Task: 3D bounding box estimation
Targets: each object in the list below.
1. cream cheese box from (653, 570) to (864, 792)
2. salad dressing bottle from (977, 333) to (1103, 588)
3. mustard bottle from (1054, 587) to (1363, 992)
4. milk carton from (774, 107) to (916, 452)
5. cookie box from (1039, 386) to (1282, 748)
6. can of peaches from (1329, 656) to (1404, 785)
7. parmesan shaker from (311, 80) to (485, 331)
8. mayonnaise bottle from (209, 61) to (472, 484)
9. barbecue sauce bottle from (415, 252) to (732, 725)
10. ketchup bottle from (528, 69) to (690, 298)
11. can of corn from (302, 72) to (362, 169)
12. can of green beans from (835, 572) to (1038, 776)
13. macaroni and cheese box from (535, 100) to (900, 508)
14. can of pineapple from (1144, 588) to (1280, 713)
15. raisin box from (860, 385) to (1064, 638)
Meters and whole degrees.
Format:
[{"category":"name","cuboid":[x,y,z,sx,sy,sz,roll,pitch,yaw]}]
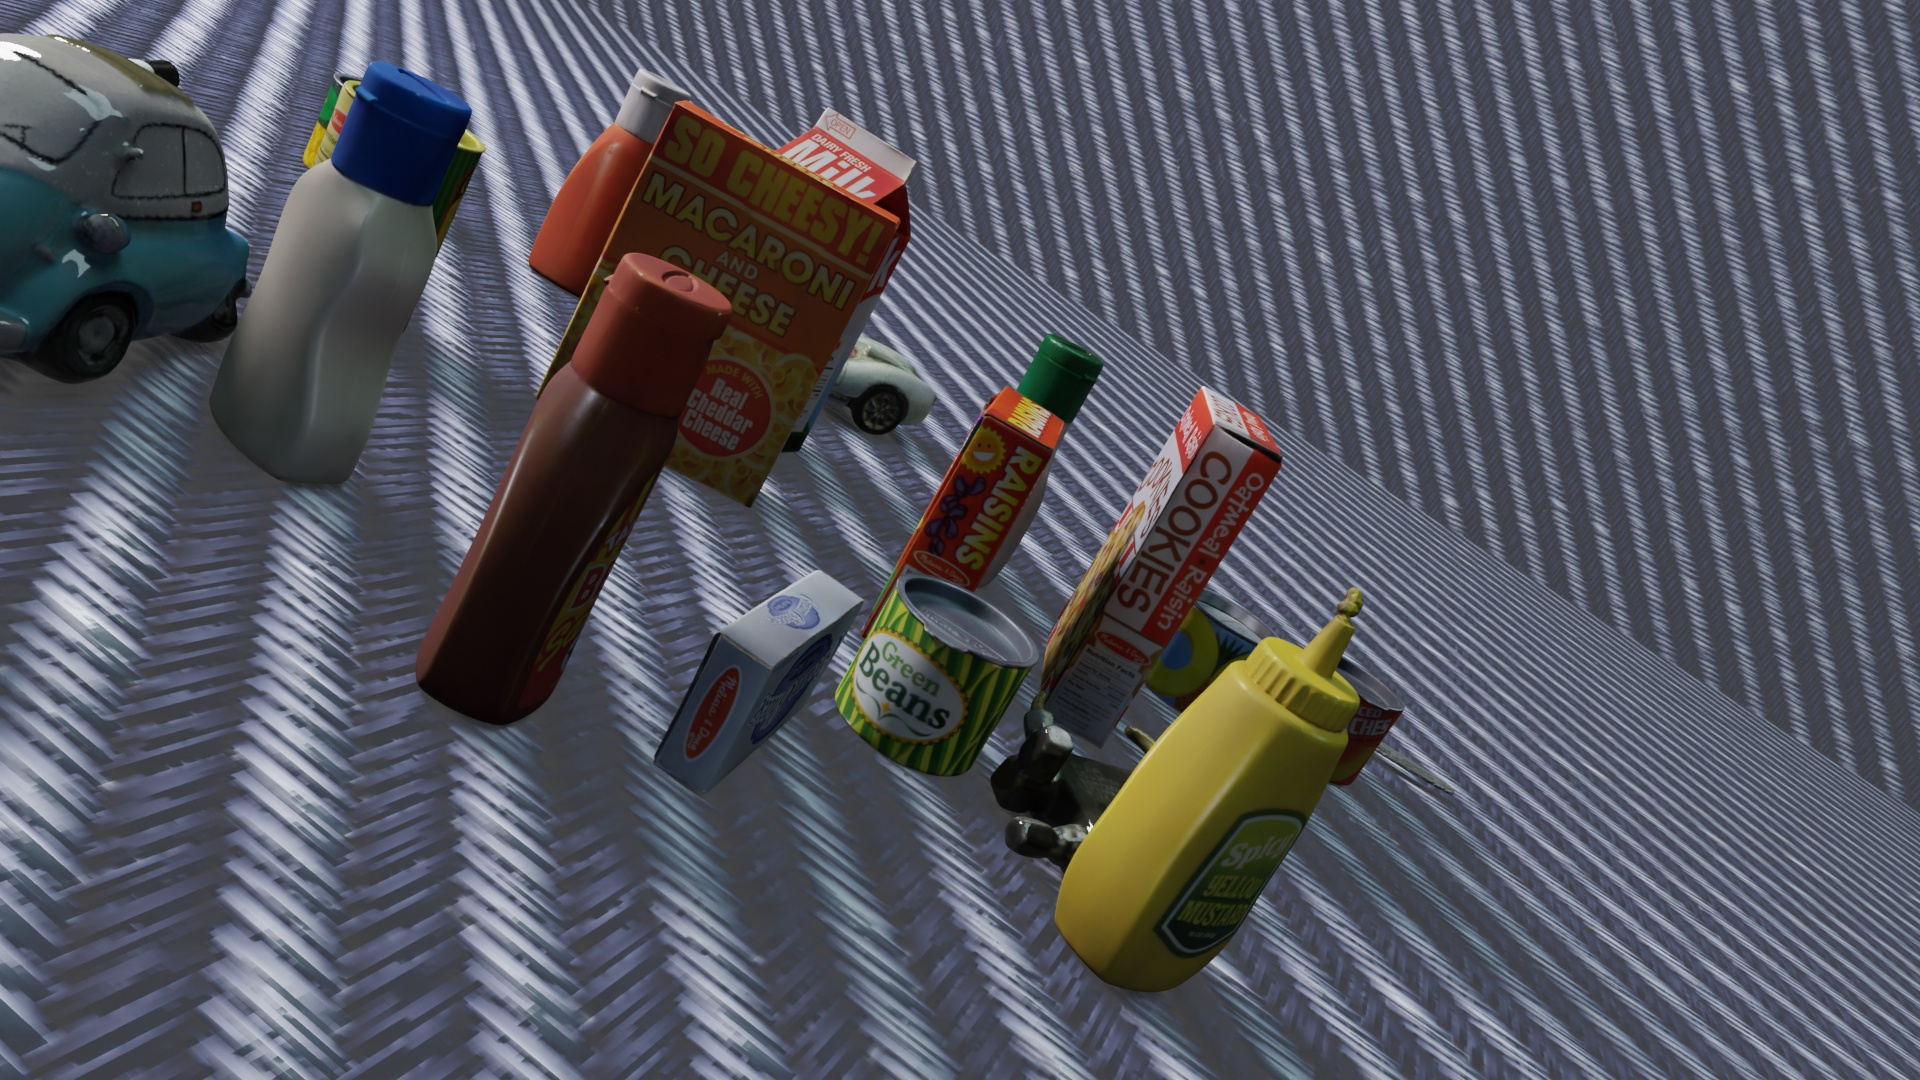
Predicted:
[{"category":"cream cheese box","cuboid":[-0.070,0.048,0.501,0.024,0.053,0.104,32,16,6]},{"category":"salad dressing bottle","cuboid":[0.029,-0.044,0.783,0.064,0.147,0.044,11,25,-50]},{"category":"mustard bottle","cuboid":[0.095,0.084,0.484,0.065,0.159,0.049,16,21,-42]},{"category":"milk carton","cuboid":[-0.096,-0.150,0.807,0.072,0.190,0.073,36,16,19]},{"category":"cookie box","cuboid":[0.100,0.009,0.710,0.040,0.167,0.123,30,16,-2]},{"category":"can of peaches","cuboid":[0.221,0.105,0.827,0.071,0.058,0.071,28,16,-8]},{"category":"parmesan shaker","cuboid":[-0.281,-0.158,0.666,0.071,0.102,0.071,28,16,-8]},{"category":"mayonnaise bottle","cuboid":[-0.221,-0.096,0.501,0.065,0.147,0.041,38,17,27]},{"category":"barbecue sauce bottle","cuboid":[-0.120,-0.017,0.436,0.043,0.148,0.065,28,16,-8]},{"category":"ketchup bottle","cuboid":[-0.223,-0.230,0.903,0.065,0.148,0.044,31,15,2]},{"category":"can of corn","cuboid":[-0.371,-0.252,0.876,0.071,0.058,0.071,28,16,-8]},{"category":"can of green beans","cuboid":[-0.010,0.055,0.574,0.071,0.057,0.071,28,16,-8]},{"category":"macaroni and cheese box","cuboid":[-0.123,-0.119,0.708,0.124,0.166,0.040,27,16,-9]},{"category":"can of pineapple","cuboid":[0.146,0.069,0.807,0.071,0.057,0.071,28,16,-8]},{"category":"raisin box","cuboid":[0.002,-0.008,0.671,0.040,0.123,0.086,30,16,0]}]
